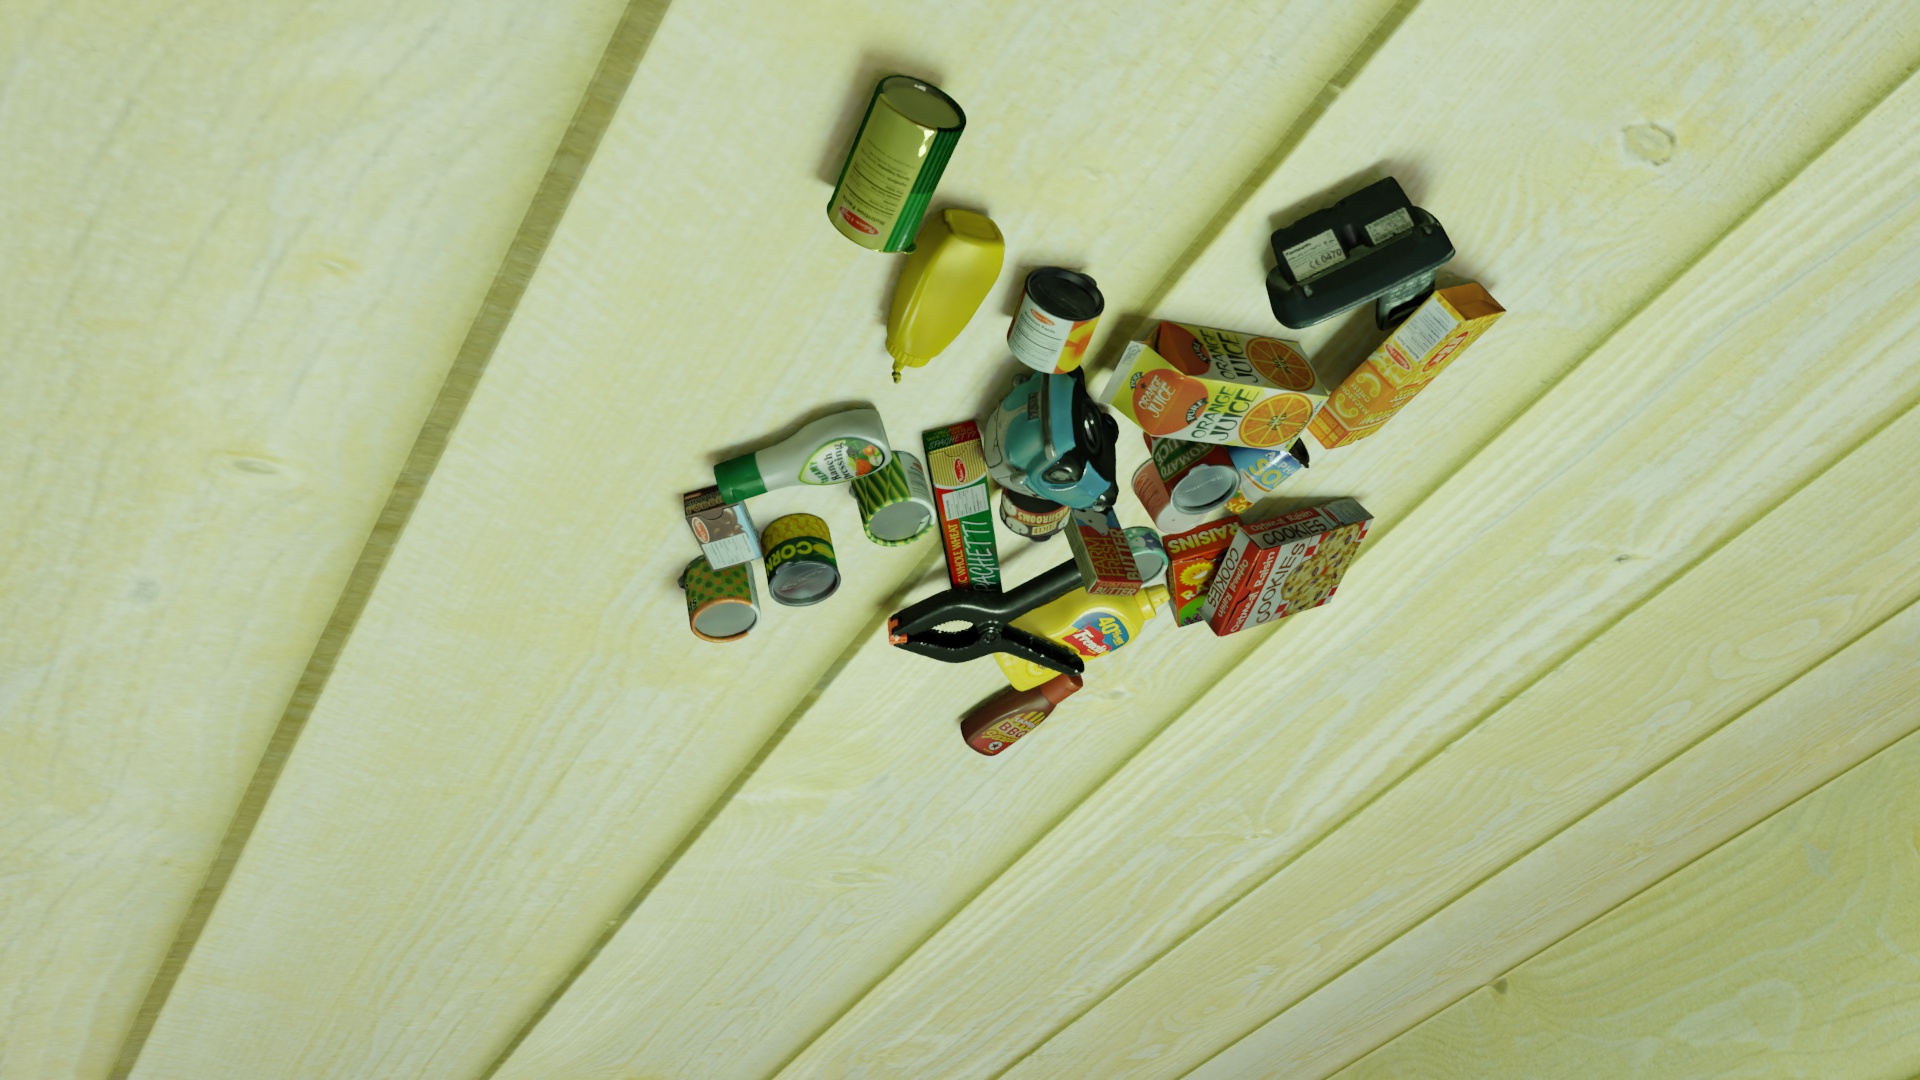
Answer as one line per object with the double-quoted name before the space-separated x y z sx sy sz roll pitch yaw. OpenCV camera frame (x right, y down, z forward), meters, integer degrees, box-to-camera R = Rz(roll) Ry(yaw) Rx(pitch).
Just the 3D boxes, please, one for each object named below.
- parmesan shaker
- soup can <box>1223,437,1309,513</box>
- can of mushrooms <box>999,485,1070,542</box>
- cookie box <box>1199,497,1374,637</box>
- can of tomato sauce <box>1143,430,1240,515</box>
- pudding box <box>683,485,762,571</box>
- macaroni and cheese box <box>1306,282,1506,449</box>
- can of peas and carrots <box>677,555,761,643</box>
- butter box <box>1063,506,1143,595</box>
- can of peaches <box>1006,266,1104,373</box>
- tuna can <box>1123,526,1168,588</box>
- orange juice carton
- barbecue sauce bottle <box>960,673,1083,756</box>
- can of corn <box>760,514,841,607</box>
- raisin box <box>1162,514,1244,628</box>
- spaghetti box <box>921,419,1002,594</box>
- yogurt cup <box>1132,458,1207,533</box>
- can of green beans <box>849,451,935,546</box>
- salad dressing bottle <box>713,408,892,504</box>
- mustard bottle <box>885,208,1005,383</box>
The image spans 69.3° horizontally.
"parmesan shaker" -0.042 -0.259 0.963 0.071 0.071 0.102 6 136 -27
"soup can" 0.278 -0.072 1.314 0.071 0.071 0.083 22 128 -39
"can of mushrooms" 0.070 -0.035 1.281 0.071 0.071 0.033 -8 140 -11
"cookie box" 0.338 0.028 1.438 0.168 0.040 0.122 -13 137 -32
"can of tomato sauce" 0.210 -0.077 1.273 0.071 0.083 0.070 -11 141 -9
"pudding box" -0.210 -0.012 1.233 0.050 0.030 0.083 -15 142 -1
"macaroni and cheese box" 0.397 -0.155 1.242 0.124 0.040 0.165 -18 155 -52
"can of peas and carrots" -0.223 0.053 1.285 0.071 0.059 0.070 -11 141 -9
"butter box" 0.133 0.007 1.330 0.053 0.104 0.024 3 138 -26
"can of peaches" 0.077 -0.177 1.114 0.071 0.071 0.057 -1 139 -20
"tuna can" 0.175 0.019 1.418 0.071 0.033 0.070 -11 142 -9
"orange juice carton" 0.216 -0.135 1.212 0.193 0.073 0.071 5 137 -25
"barbecue sauce bottle" 0.072 0.190 1.580 0.148 0.044 0.065 -38 136 23
"can of corn" -0.148 0.017 1.270 0.071 0.058 0.070 -11 142 -8
"raisin box" 0.261 0.034 1.465 0.086 0.040 0.122 -16 141 0
"spaghetti box" 0.005 -0.016 1.312 0.050 0.029 0.248 -15 142 -4
"yogurt cup" 0.205 -0.044 1.336 0.072 0.054 0.072 -11 141 -9
"can of green beans" -0.060 -0.036 1.239 0.071 0.058 0.071 -11 142 -8
"salad dressing bottle" -0.134 -0.069 1.182 0.148 0.044 0.064 -17 141 0
"mustard bottle" -0.023 -0.183 1.080 0.065 0.049 0.159 8 136 -29
